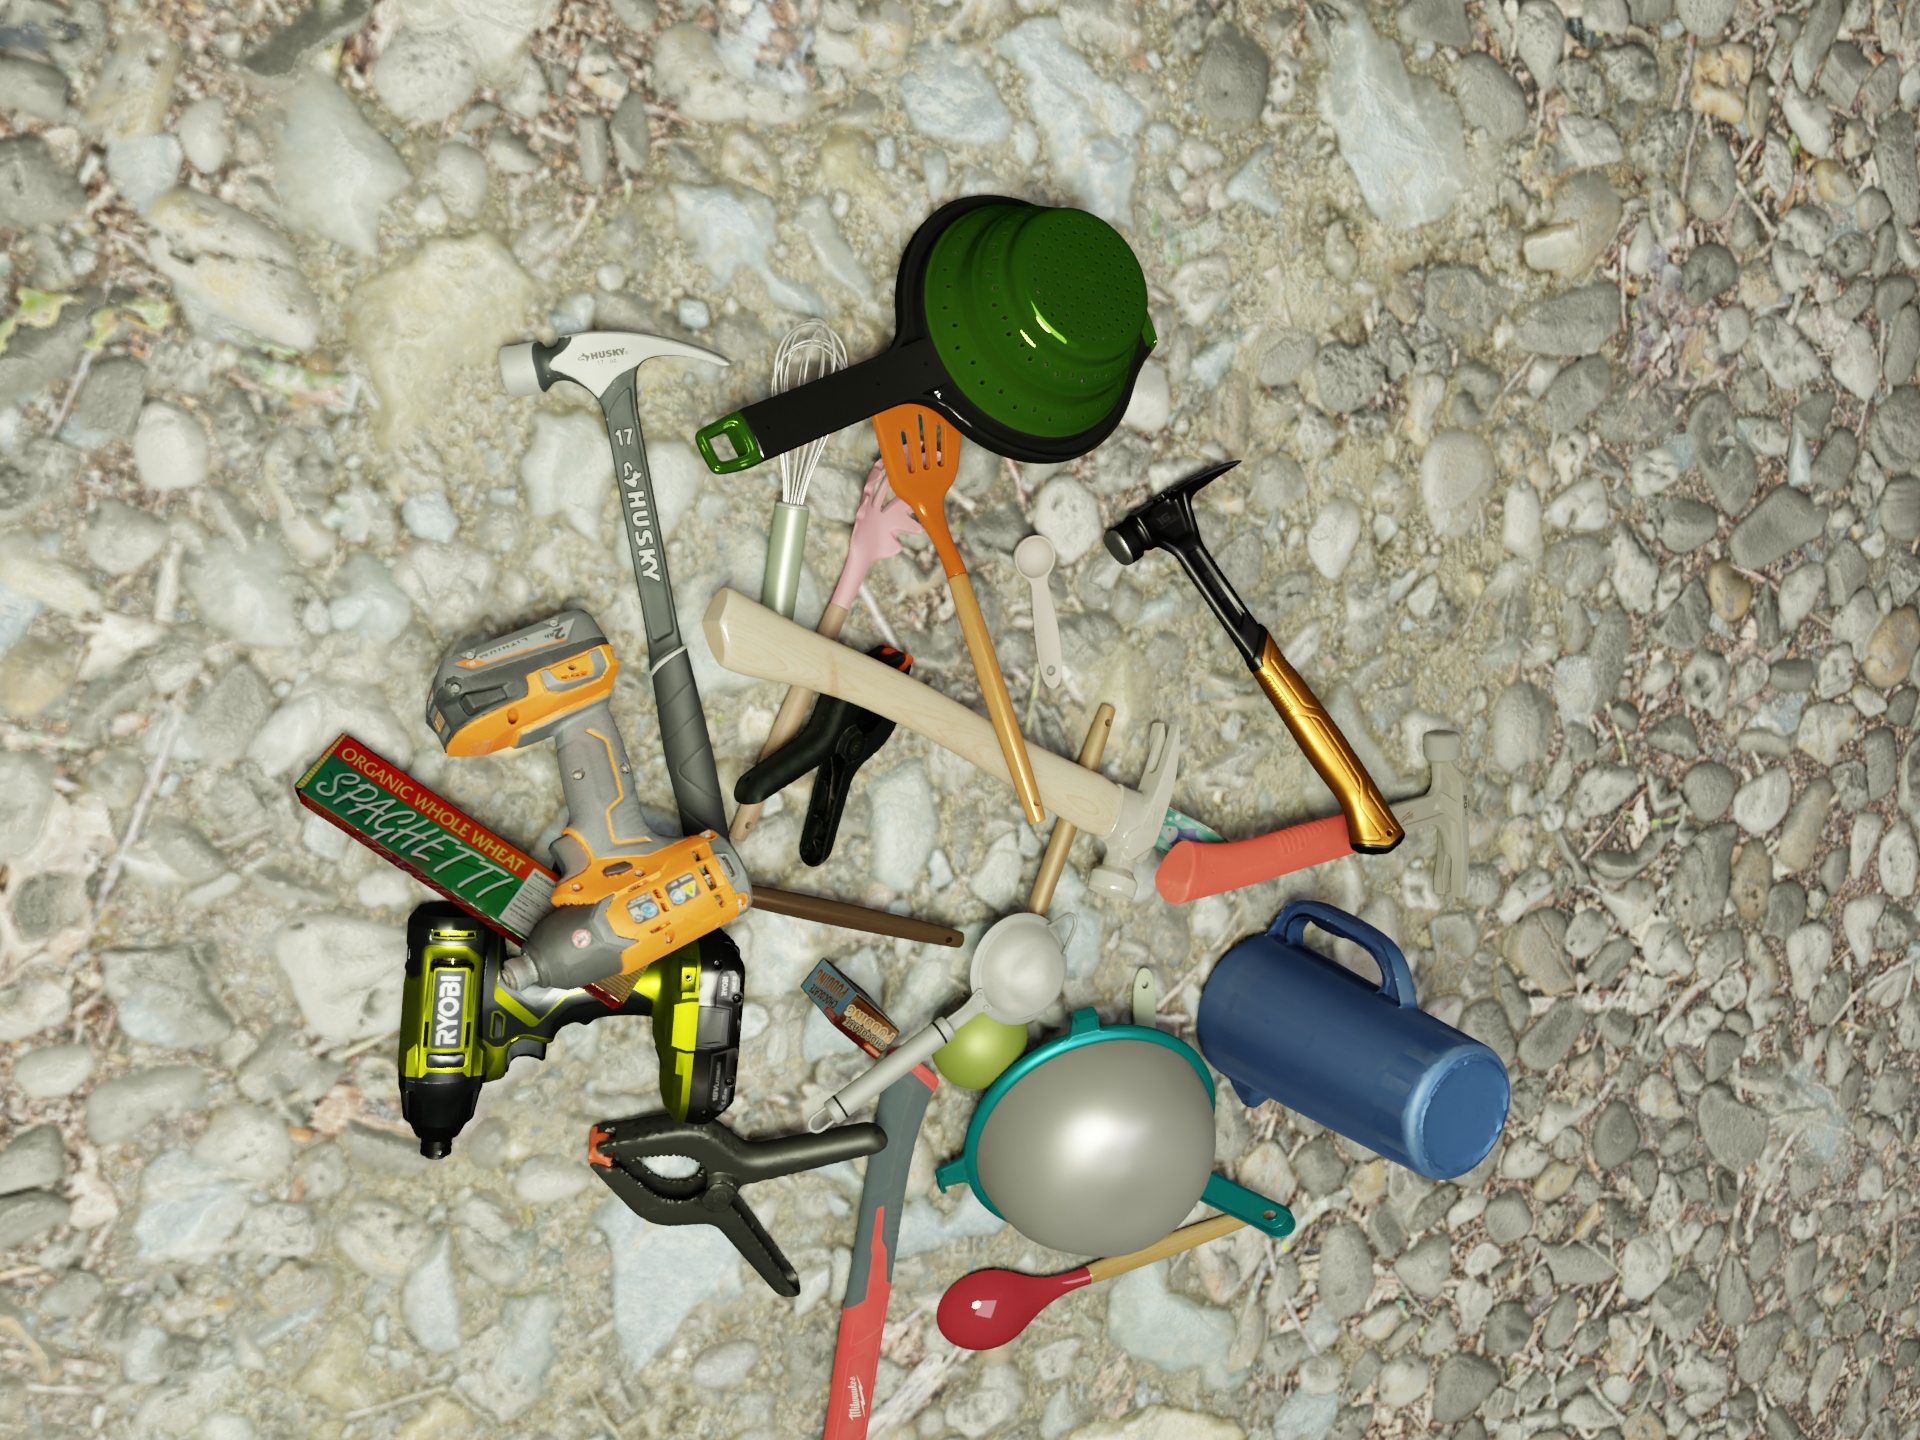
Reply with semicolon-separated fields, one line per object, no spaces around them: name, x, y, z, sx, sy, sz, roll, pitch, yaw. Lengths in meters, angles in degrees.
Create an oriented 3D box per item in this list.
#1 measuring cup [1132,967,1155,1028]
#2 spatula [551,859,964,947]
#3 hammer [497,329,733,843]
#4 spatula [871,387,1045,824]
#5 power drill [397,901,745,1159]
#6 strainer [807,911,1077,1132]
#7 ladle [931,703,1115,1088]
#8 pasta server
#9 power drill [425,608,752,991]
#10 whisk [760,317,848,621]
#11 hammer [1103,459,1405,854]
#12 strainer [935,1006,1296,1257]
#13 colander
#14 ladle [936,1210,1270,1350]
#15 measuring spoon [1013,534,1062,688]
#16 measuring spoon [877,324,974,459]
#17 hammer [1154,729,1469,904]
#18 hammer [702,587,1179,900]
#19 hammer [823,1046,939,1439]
measuring cup;0.163;0.288;1.316;0.083;0.038;0.167;-9;104;-22
spatula;-0.136;0.130;1.136;0.315;0.018;0.059;15;102;-27
hammer;-0.199;-0.062;1.093;0.149;0.036;0.408;-9;106;0
spatula;0.009;-0.082;1.129;0.081;0.041;0.322;-18;89;-31
power drill;-0.270;0.216;1.100;0.223;0.080;0.171;4;96;-20
strainer;-0.005;0.226;1.179;0.258;0.050;0.086;-34;111;-14
ladle;0.058;0.137;1.254;0.078;0.062;0.320;24;81;-28
pasta server;-0.095;-0.056;1.153;0.060;0.040;0.316;25;89;-39
power drill;-0.255;0.058;1.023;0.164;0.084;0.226;-26;83;-31
whisk;-0.118;-0.160;1.125;0.057;0.059;0.246;1;103;-41
hammer;0.254;-0.041;1.260;0.127;0.034;0.337;-35;93;-16
strainer;0.162;0.375;1.260;0.340;0.095;0.211;31;105;-28
colander;0.002;-0.257;1.079;0.397;0.094;0.204;-29;95;-31
ladle;0.129;0.459;1.337;0.315;0.031;0.069;-11;102;-23
measuring spoon;0.061;-0.084;1.233;0.034;0.018;0.124;-17;111;-20
measuring spoon;-0.019;-0.239;1.166;0.042;0.021;0.128;38;81;-23
hammer;0.300;0.107;1.306;0.359;0.037;0.149;-11;101;-37
hammer;-0.002;-0.004;1.154;0.410;0.038;0.146;27;76;-32
hammer;-0.086;0.444;1.233;0.143;0.038;0.386;7;95;-23
